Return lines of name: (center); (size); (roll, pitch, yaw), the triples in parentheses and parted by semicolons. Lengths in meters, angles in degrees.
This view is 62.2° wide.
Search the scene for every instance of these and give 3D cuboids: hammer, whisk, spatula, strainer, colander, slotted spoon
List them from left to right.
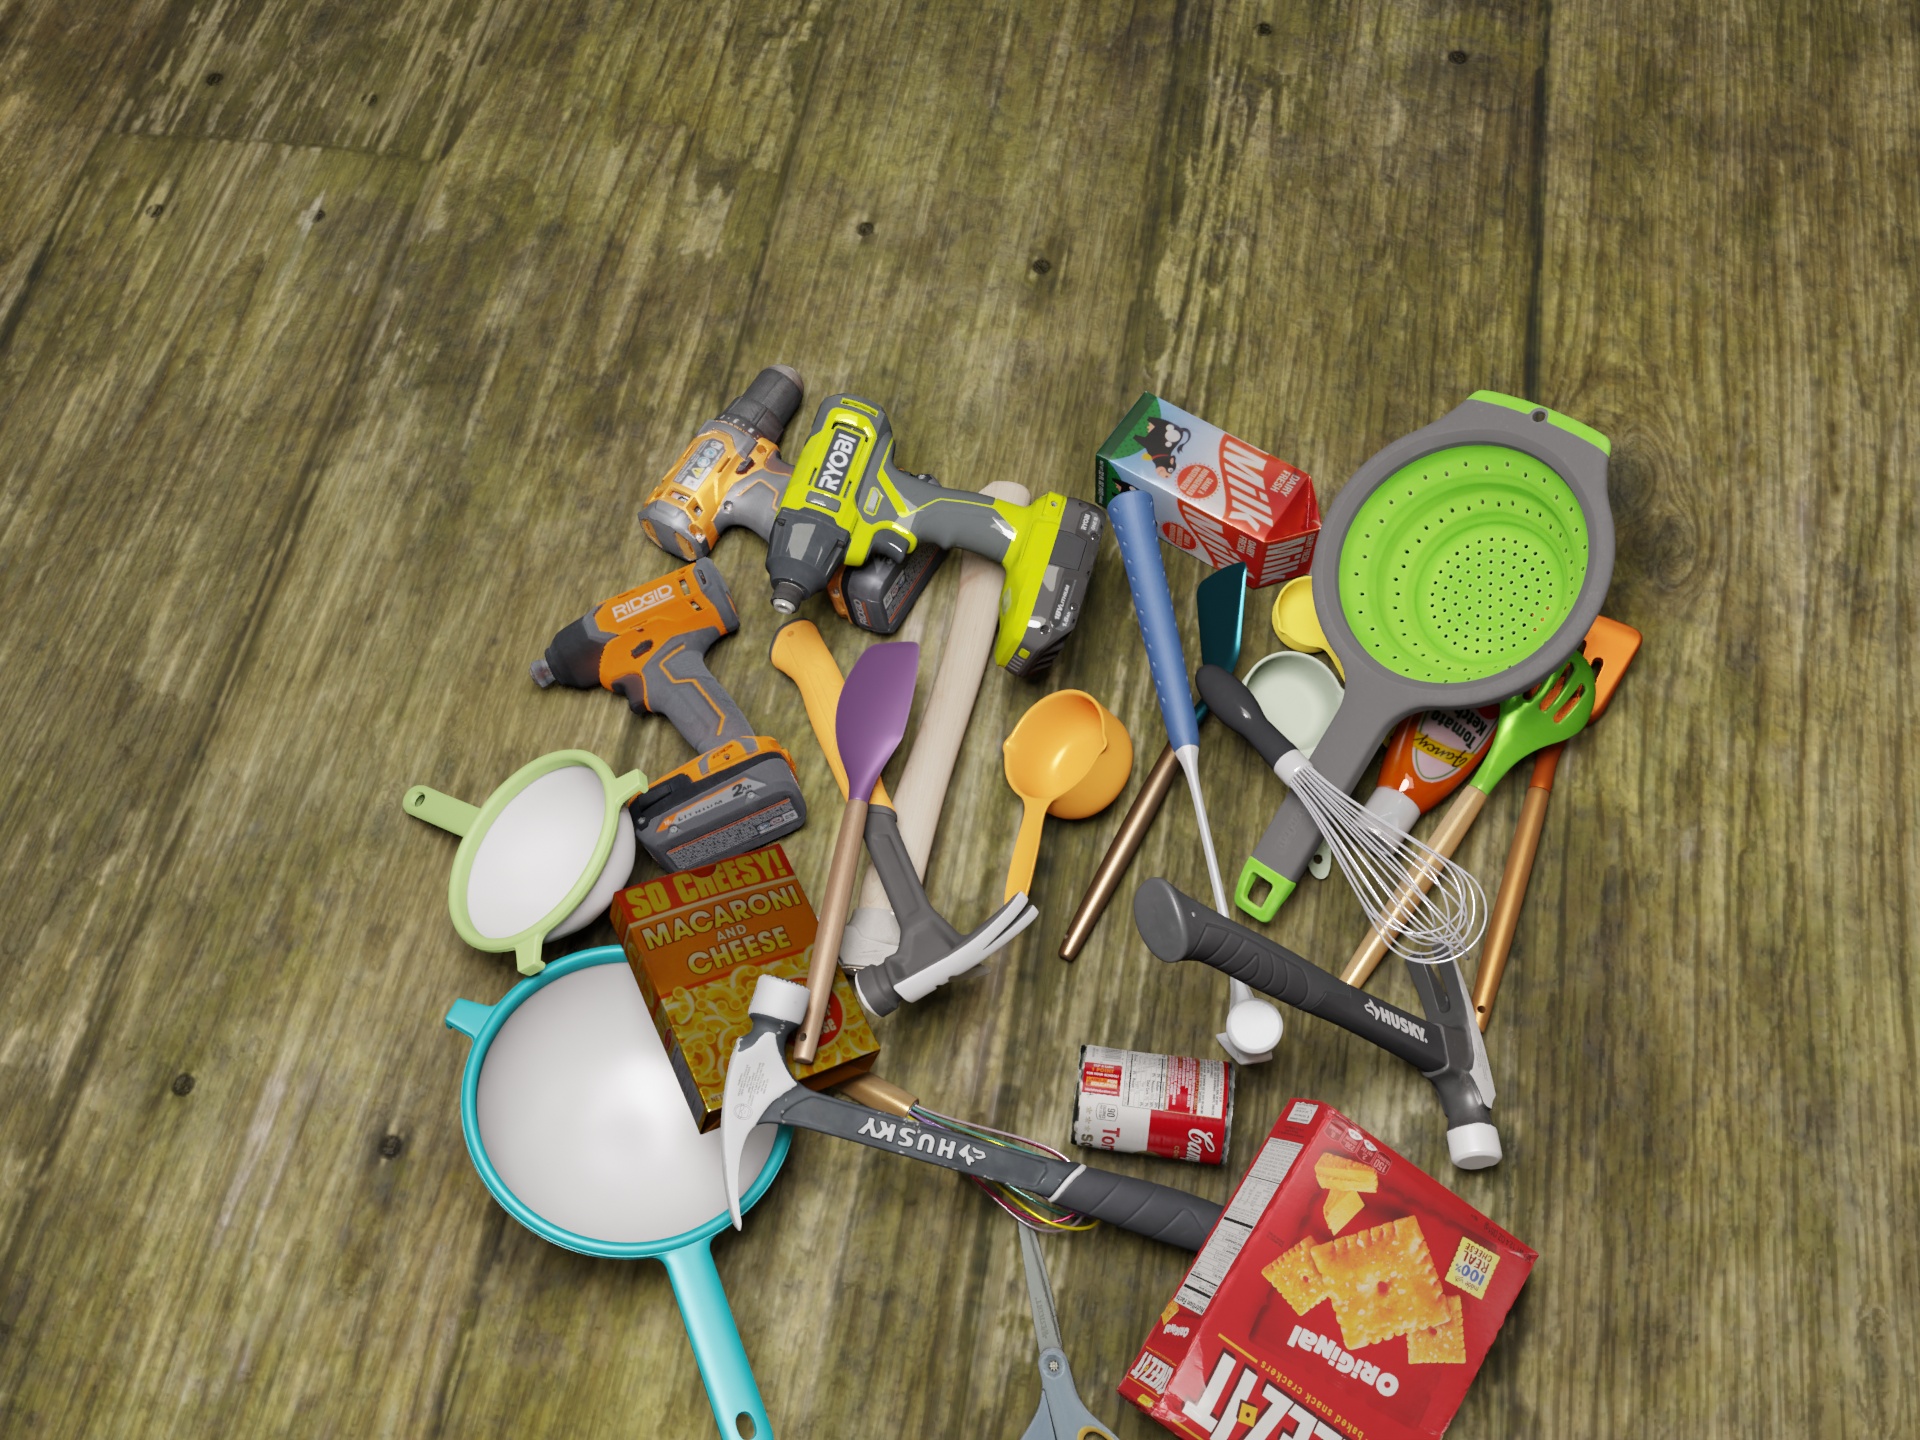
strainer: (-0.313, 0.092, 1.135); (0.256, 0.069, 0.151); (13, 69, 44)
strainer: (-0.194, 0.312, 1.017); (0.211, 0.095, 0.341); (-12, 60, -26)
spatula: (-0.077, 0.079, 1.080); (0.060, 0.018, 0.316); (-4, 58, 23)
hammer: (-0.063, 0.043, 1.130); (0.127, 0.034, 0.337); (-32, 51, 6)
whisk: (-0.016, 0.273, 1.062); (0.245, 0.051, 0.047); (25, 53, 19)
hammer: (-0.002, -0.004, 1.174); (0.146, 0.038, 0.411); (1, 61, 29)
hammer: (0.046, 0.288, 0.992); (0.409, 0.036, 0.149); (19, 75, -8)
spatula: (0.140, 0.030, 1.163); (0.044, 0.082, 0.317); (33, 74, -11)
hammer: (0.156, 0.033, 1.089); (0.035, 0.144, 0.406); (-11, 70, 4)
whisk: (0.242, 0.054, 1.058); (0.070, 0.070, 0.285); (-30, 52, -9)
hammer: (0.225, 0.165, 0.978); (0.035, 0.334, 0.146); (-31, 45, 36)
colander: (0.318, -0.029, 1.119); (0.205, 0.094, 0.397); (34, 97, 35)
slotted spoon: (0.351, 0.072, 1.115); (0.070, 0.031, 0.314); (36, 83, 2)
spatula: (0.407, 0.068, 1.131); (0.081, 0.041, 0.323); (17, 69, 14)

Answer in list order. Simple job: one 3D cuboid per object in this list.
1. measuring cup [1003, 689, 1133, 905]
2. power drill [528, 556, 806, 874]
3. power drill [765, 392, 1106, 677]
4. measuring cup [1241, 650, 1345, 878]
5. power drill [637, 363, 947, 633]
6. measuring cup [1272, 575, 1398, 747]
measuring cup: (0.071, 0.066, 1.137); (0.095, 0.052, 0.174); (-2, 65, 43)
power drill: (-0.222, -0.001, 1.186); (0.164, 0.084, 0.227); (-24, 63, -4)
power drill: (-0.022, -0.123, 1.145); (0.223, 0.080, 0.171); (20, 66, -5)
measuring cup: (0.246, 0.034, 1.165); (0.083, 0.038, 0.168); (-6, 80, -6)
power drill: (-0.117, -0.183, 1.263); (0.226, 0.084, 0.185); (24, 68, 19)
measuring cup: (0.290, -0.037, 1.201); (0.062, 0.029, 0.156); (-28, 79, -10)
